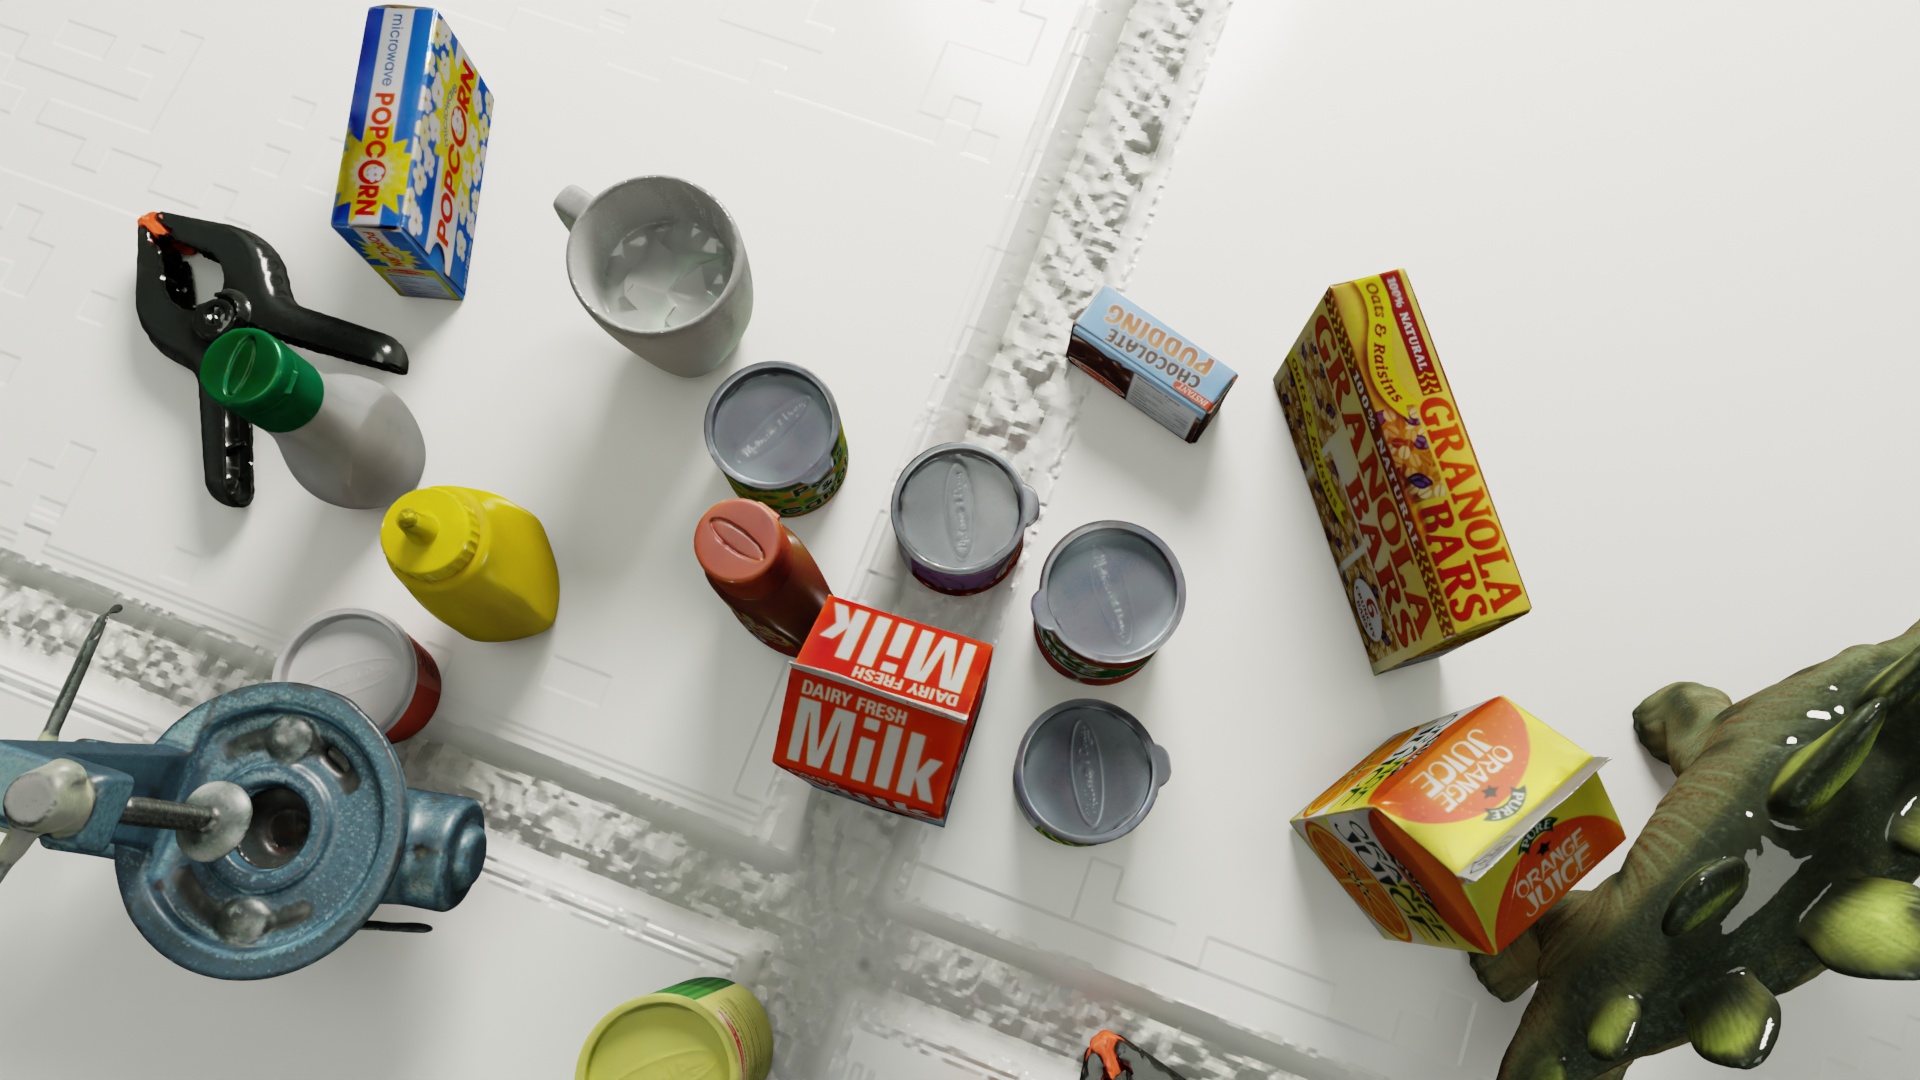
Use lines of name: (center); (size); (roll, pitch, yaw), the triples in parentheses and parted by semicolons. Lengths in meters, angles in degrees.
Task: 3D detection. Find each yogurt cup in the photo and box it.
yogurt cup: (-0.288, 0.070, 0.674); (0.072, 0.054, 0.072); (0, 76, 0)

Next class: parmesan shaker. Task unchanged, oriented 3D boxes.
parmesan shaker: (-0.121, 0.231, 0.606); (0.071, 0.103, 0.071); (0, 76, 1)

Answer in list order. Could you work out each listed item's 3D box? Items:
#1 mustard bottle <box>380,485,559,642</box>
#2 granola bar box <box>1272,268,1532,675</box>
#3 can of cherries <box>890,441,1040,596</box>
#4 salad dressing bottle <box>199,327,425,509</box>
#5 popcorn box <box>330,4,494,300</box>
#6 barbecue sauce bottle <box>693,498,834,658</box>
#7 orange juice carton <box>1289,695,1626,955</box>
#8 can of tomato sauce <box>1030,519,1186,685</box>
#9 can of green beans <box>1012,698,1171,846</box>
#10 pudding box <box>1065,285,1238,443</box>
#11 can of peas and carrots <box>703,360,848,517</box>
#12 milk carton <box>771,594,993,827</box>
mustard bottle: (-0.227, 0.006, 0.635); (0.049, 0.160, 0.065); (-10, 76, -2)
granola bar box: (0.204, -0.028, 0.659); (0.039, 0.124, 0.166); (-15, 76, -3)
can of cherries: (0.002, -0.009, 0.689); (0.071, 0.058, 0.071); (0, 76, 0)
salad dressing bottle: (-0.303, -0.057, 0.658); (0.044, 0.147, 0.064); (13, 77, 4)
popcorn box: (-0.284, -0.201, 0.728); (0.038, 0.085, 0.127); (2, 76, 1)
barbecue sauce bottle: (-0.090, 0.017, 0.637); (0.065, 0.148, 0.044); (37, 79, 9)
orange juice carton: (0.208, 0.121, 0.585); (0.072, 0.192, 0.073); (-37, 79, -8)
can of tomato sauce: (0.067, 0.033, 0.666); (0.071, 0.083, 0.071); (0, 76, 1)
can of green beans: (0.058, 0.111, 0.658); (0.071, 0.057, 0.071); (0, 76, 0)
pudding box: (0.097, -0.090, 0.714); (0.084, 0.049, 0.030); (35, 79, 9)
can of peas and carrots: (-0.089, -0.048, 0.700); (0.071, 0.058, 0.071); (0, 76, 0)
milk carton: (-0.030, 0.076, 0.600); (0.072, 0.190, 0.073); (17, 77, 5)
